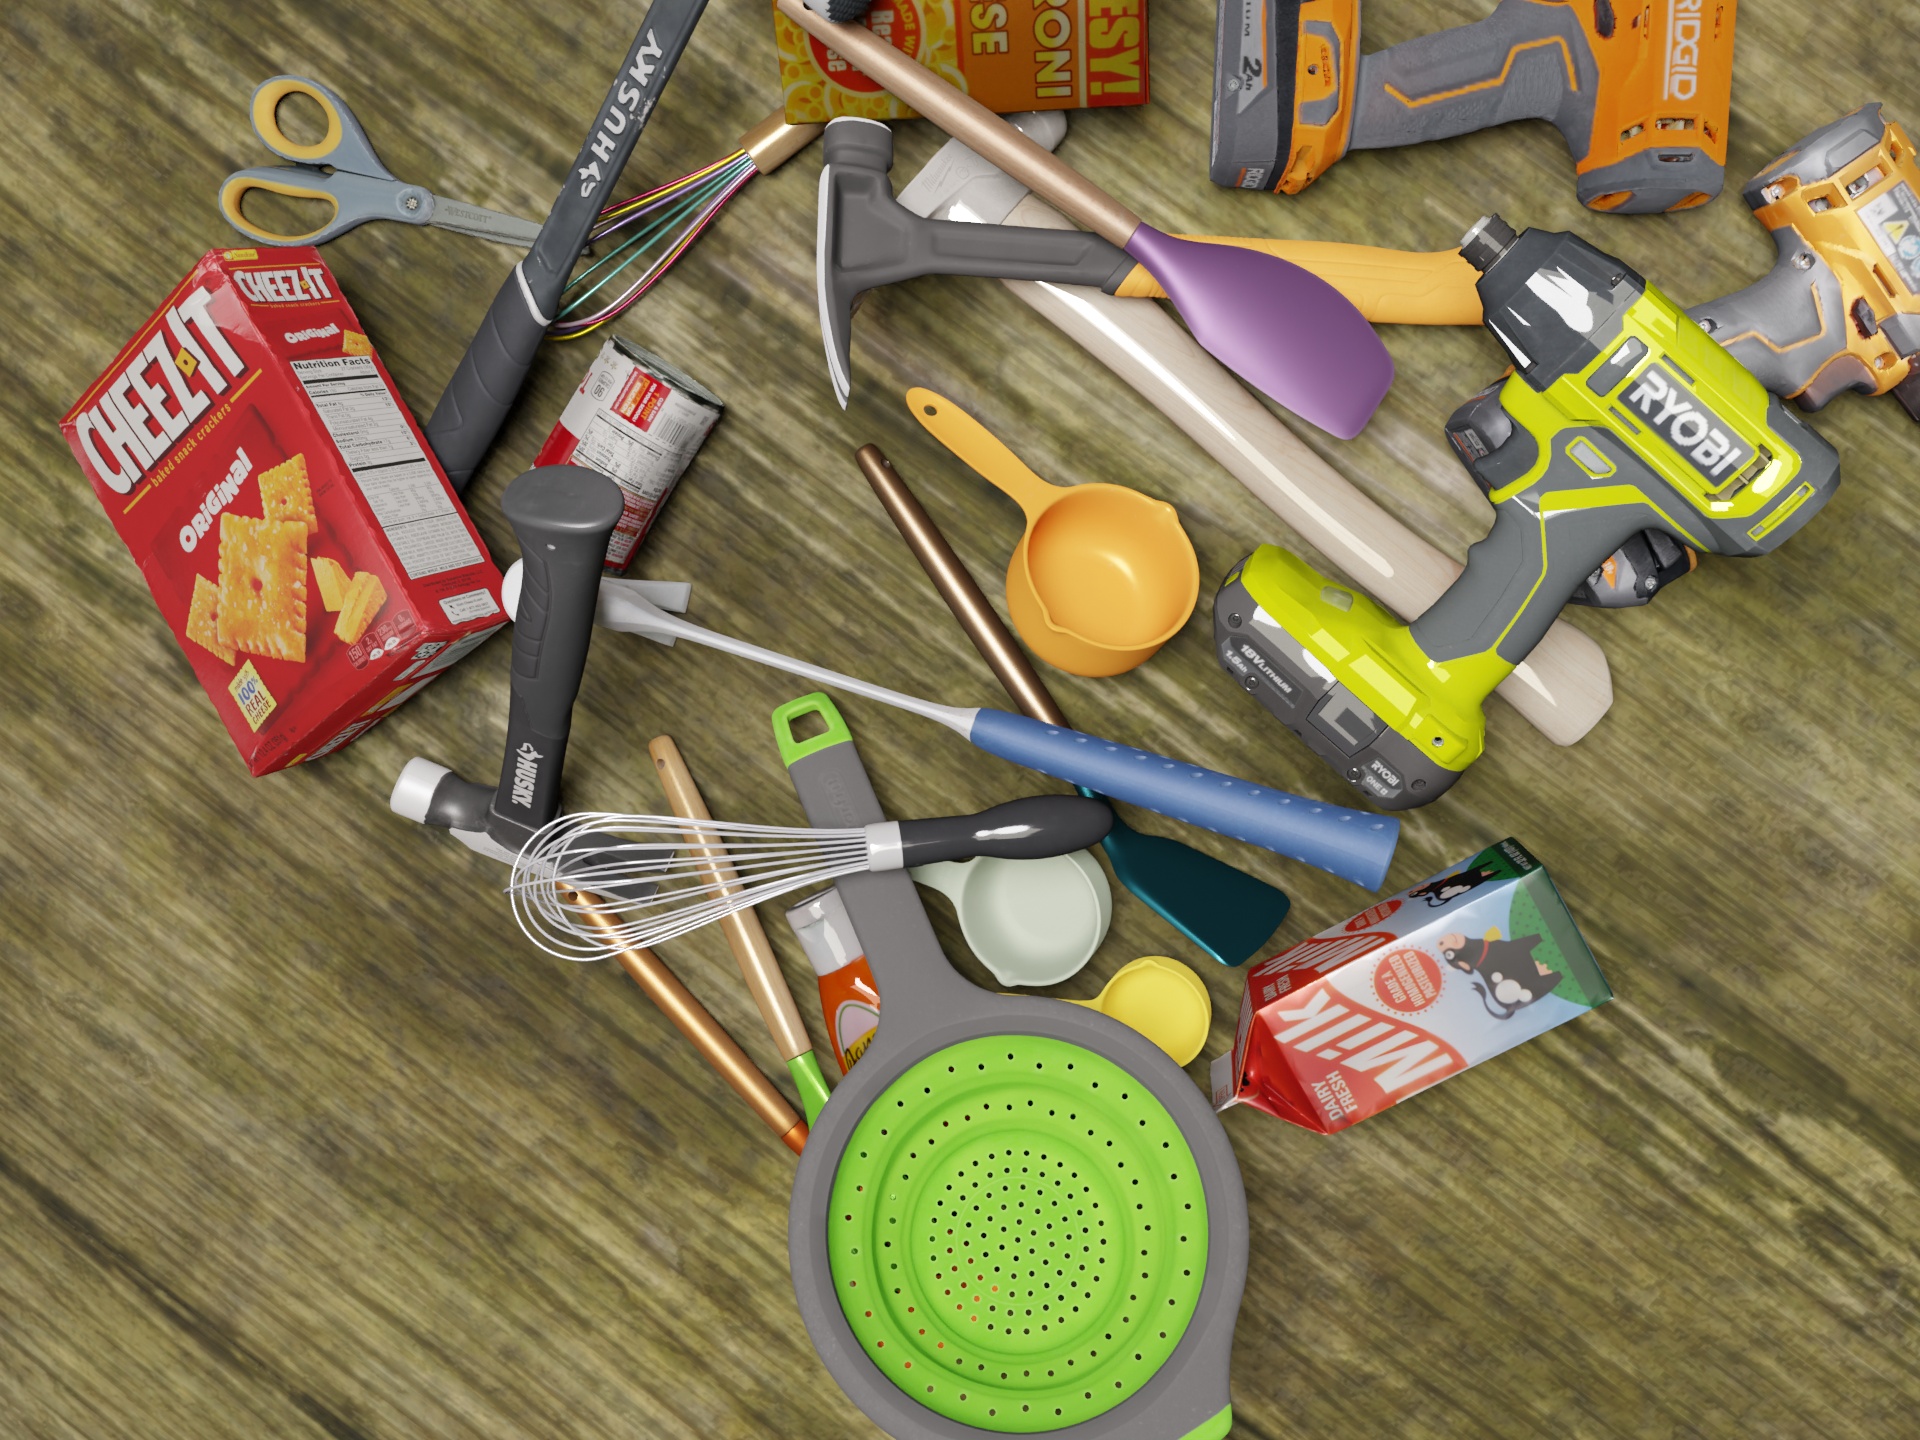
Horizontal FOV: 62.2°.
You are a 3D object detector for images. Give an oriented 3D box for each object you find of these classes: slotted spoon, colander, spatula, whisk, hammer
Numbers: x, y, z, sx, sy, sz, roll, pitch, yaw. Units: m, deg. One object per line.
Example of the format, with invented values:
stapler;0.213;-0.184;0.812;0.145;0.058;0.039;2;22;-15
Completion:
slotted spoon;-0.096;0.151;0.825;0.070;0.031;0.314;-29;81;26
colander;-0.005;0.170;0.773;0.204;0.094;0.397;-22;68;-7
spatula;0.046;-0.014;0.797;0.044;0.082;0.317;-37;86;37
spatula;-0.109;0.202;0.850;0.081;0.041;0.322;-43;89;8
spatula;0.056;-0.229;0.698;0.316;0.018;0.060;33;82;-3
whisk;-0.123;-0.268;0.788;0.245;0.051;0.047;-35;108;6
hammer;0.103;-0.199;0.727;0.337;0.034;0.127;1;82;-7
hammer;0.136;-0.123;0.757;0.410;0.038;0.146;40;79;-1
whisk;-0.068;0.063;0.743;0.284;0.070;0.070;-6;96;-7
hammer;-0.001;-0.002;0.739;0.405;0.144;0.035;18;95;11
hammer;-0.197;-0.222;0.750;0.149;0.036;0.408;44;120;9
hammer;-0.185;-0.006;0.722;0.146;0.334;0.035;24;58;-6

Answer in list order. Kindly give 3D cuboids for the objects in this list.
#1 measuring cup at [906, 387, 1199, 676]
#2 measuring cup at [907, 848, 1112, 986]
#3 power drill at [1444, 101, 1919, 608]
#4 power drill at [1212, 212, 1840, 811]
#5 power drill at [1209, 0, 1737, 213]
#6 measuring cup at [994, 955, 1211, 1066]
measuring cup;0.035;-0.093;0.775;0.173;0.052;0.095;42;65;6
measuring cup;0.001;0.077;0.825;0.168;0.038;0.083;22;107;20
power drill;0.364;-0.138;0.722;0.226;0.084;0.185;-35;93;6
power drill;0.218;-0.084;0.672;0.171;0.080;0.223;42;117;0
power drill;0.231;-0.317;0.717;0.226;0.084;0.164;3;95;4
measuring cup;0.054;0.150;0.832;0.156;0.029;0.062;-2;99;20
